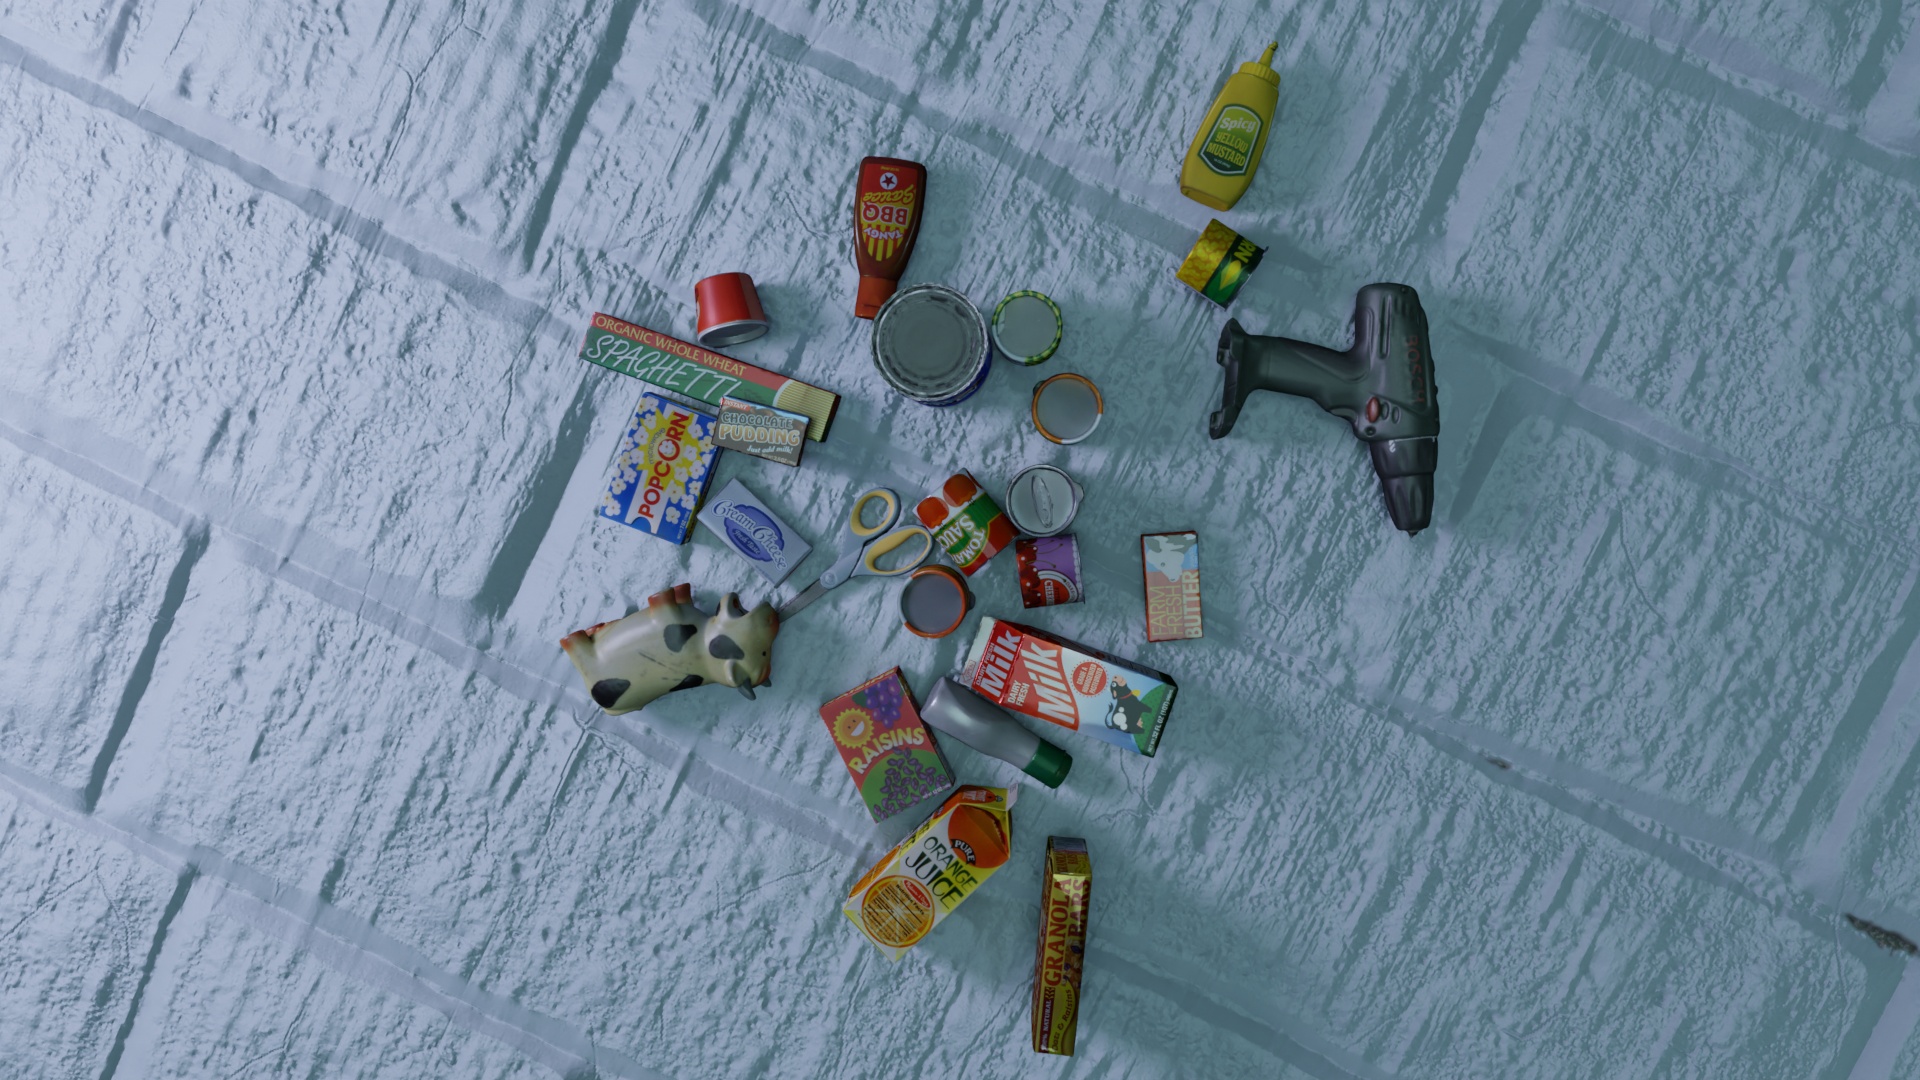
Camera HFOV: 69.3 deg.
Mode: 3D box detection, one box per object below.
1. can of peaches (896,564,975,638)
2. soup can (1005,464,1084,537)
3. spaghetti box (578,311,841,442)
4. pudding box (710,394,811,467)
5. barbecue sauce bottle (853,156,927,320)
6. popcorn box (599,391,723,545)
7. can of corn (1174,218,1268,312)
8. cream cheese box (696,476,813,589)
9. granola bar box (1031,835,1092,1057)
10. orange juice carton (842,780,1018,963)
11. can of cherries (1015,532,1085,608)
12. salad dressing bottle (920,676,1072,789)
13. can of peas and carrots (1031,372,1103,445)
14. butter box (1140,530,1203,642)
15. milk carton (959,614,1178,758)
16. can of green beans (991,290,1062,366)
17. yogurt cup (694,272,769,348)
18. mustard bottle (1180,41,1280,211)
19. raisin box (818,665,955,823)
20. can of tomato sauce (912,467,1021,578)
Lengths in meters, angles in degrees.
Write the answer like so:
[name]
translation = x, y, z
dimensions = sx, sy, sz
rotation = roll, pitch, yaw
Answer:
[can of peaches]
translation = -0.023, 0.057, 1.309
dimensions = 0.071, 0.058, 0.071
rotation = 0, 93, 4
[soup can]
translation = 0.078, -0.038, 1.287
dimensions = 0.071, 0.084, 0.071
rotation = 0, 93, 3
[spaghetti box]
translation = -0.240, -0.156, 1.326
dimensions = 0.250, 0.029, 0.050
rotation = 19, 93, 2
[pudding box]
translation = -0.185, -0.102, 1.291
dimensions = 0.084, 0.030, 0.049
rotation = 15, 94, -5
[barbecue sauce bottle]
translation = -0.072, -0.282, 1.304
dimensions = 0.065, 0.044, 0.148
rotation = 8, 93, 3
[popcorn box]
translation = -0.281, -0.069, 1.327
dimensions = 0.085, 0.038, 0.126
rotation = 21, 93, 1
[can of corn]
translation = 0.239, -0.256, 1.277
dimensions = 0.058, 0.071, 0.071
rotation = 33, 94, 1
[cream cheese box]
translation = -0.197, -0.007, 1.327
dimensions = 0.104, 0.024, 0.053
rotation = 42, 79, 0
[granola bar box]
translation = 0.092, 0.370, 1.284
dimensions = 0.039, 0.124, 0.165
rotation = 6, 93, 2
[orange juice carton]
translation = -0.015, 0.300, 1.312
dimensions = 0.192, 0.072, 0.073
rotation = -43, 90, 4
[can of cherries]
translation = 0.084, 0.030, 1.296
dimensions = 0.058, 0.071, 0.071
rotation = -7, 92, 3
[salad dressing bottle]
translation = 0.035, 0.184, 1.313
dimensions = 0.147, 0.064, 0.044
rotation = 31, 102, -6
[can of peas and carrots]
translation = 0.097, -0.124, 1.295
dimensions = 0.071, 0.059, 0.071
rotation = 0, 93, 3
[butter box]
translation = 0.200, 0.044, 1.314
dimensions = 0.053, 0.024, 0.103
rotation = -3, 92, 2
[milk carton]
translation = 0.099, 0.133, 1.298
dimensions = 0.191, 0.073, 0.072
rotation = 20, 94, 2
[can of green beans]
translation = 0.062, -0.197, 1.294
dimensions = 0.071, 0.058, 0.071
rotation = 0, 93, 3
[yogurt cup]
translation = -0.218, -0.218, 1.305
dimensions = 0.072, 0.072, 0.054
rotation = -13, 84, 4
[mustard bottle]
translation = 0.257, -0.387, 1.280
dimensions = 0.065, 0.049, 0.160
rotation = 22, 94, 0
[raisin box]
translation = -0.069, 0.195, 1.327
dimensions = 0.086, 0.040, 0.123
rotation = -27, 92, 5
[can of tomato sauce]
translation = 0.005, -0.016, 1.299
dimensions = 0.071, 0.071, 0.083
rotation = -40, 90, 4
